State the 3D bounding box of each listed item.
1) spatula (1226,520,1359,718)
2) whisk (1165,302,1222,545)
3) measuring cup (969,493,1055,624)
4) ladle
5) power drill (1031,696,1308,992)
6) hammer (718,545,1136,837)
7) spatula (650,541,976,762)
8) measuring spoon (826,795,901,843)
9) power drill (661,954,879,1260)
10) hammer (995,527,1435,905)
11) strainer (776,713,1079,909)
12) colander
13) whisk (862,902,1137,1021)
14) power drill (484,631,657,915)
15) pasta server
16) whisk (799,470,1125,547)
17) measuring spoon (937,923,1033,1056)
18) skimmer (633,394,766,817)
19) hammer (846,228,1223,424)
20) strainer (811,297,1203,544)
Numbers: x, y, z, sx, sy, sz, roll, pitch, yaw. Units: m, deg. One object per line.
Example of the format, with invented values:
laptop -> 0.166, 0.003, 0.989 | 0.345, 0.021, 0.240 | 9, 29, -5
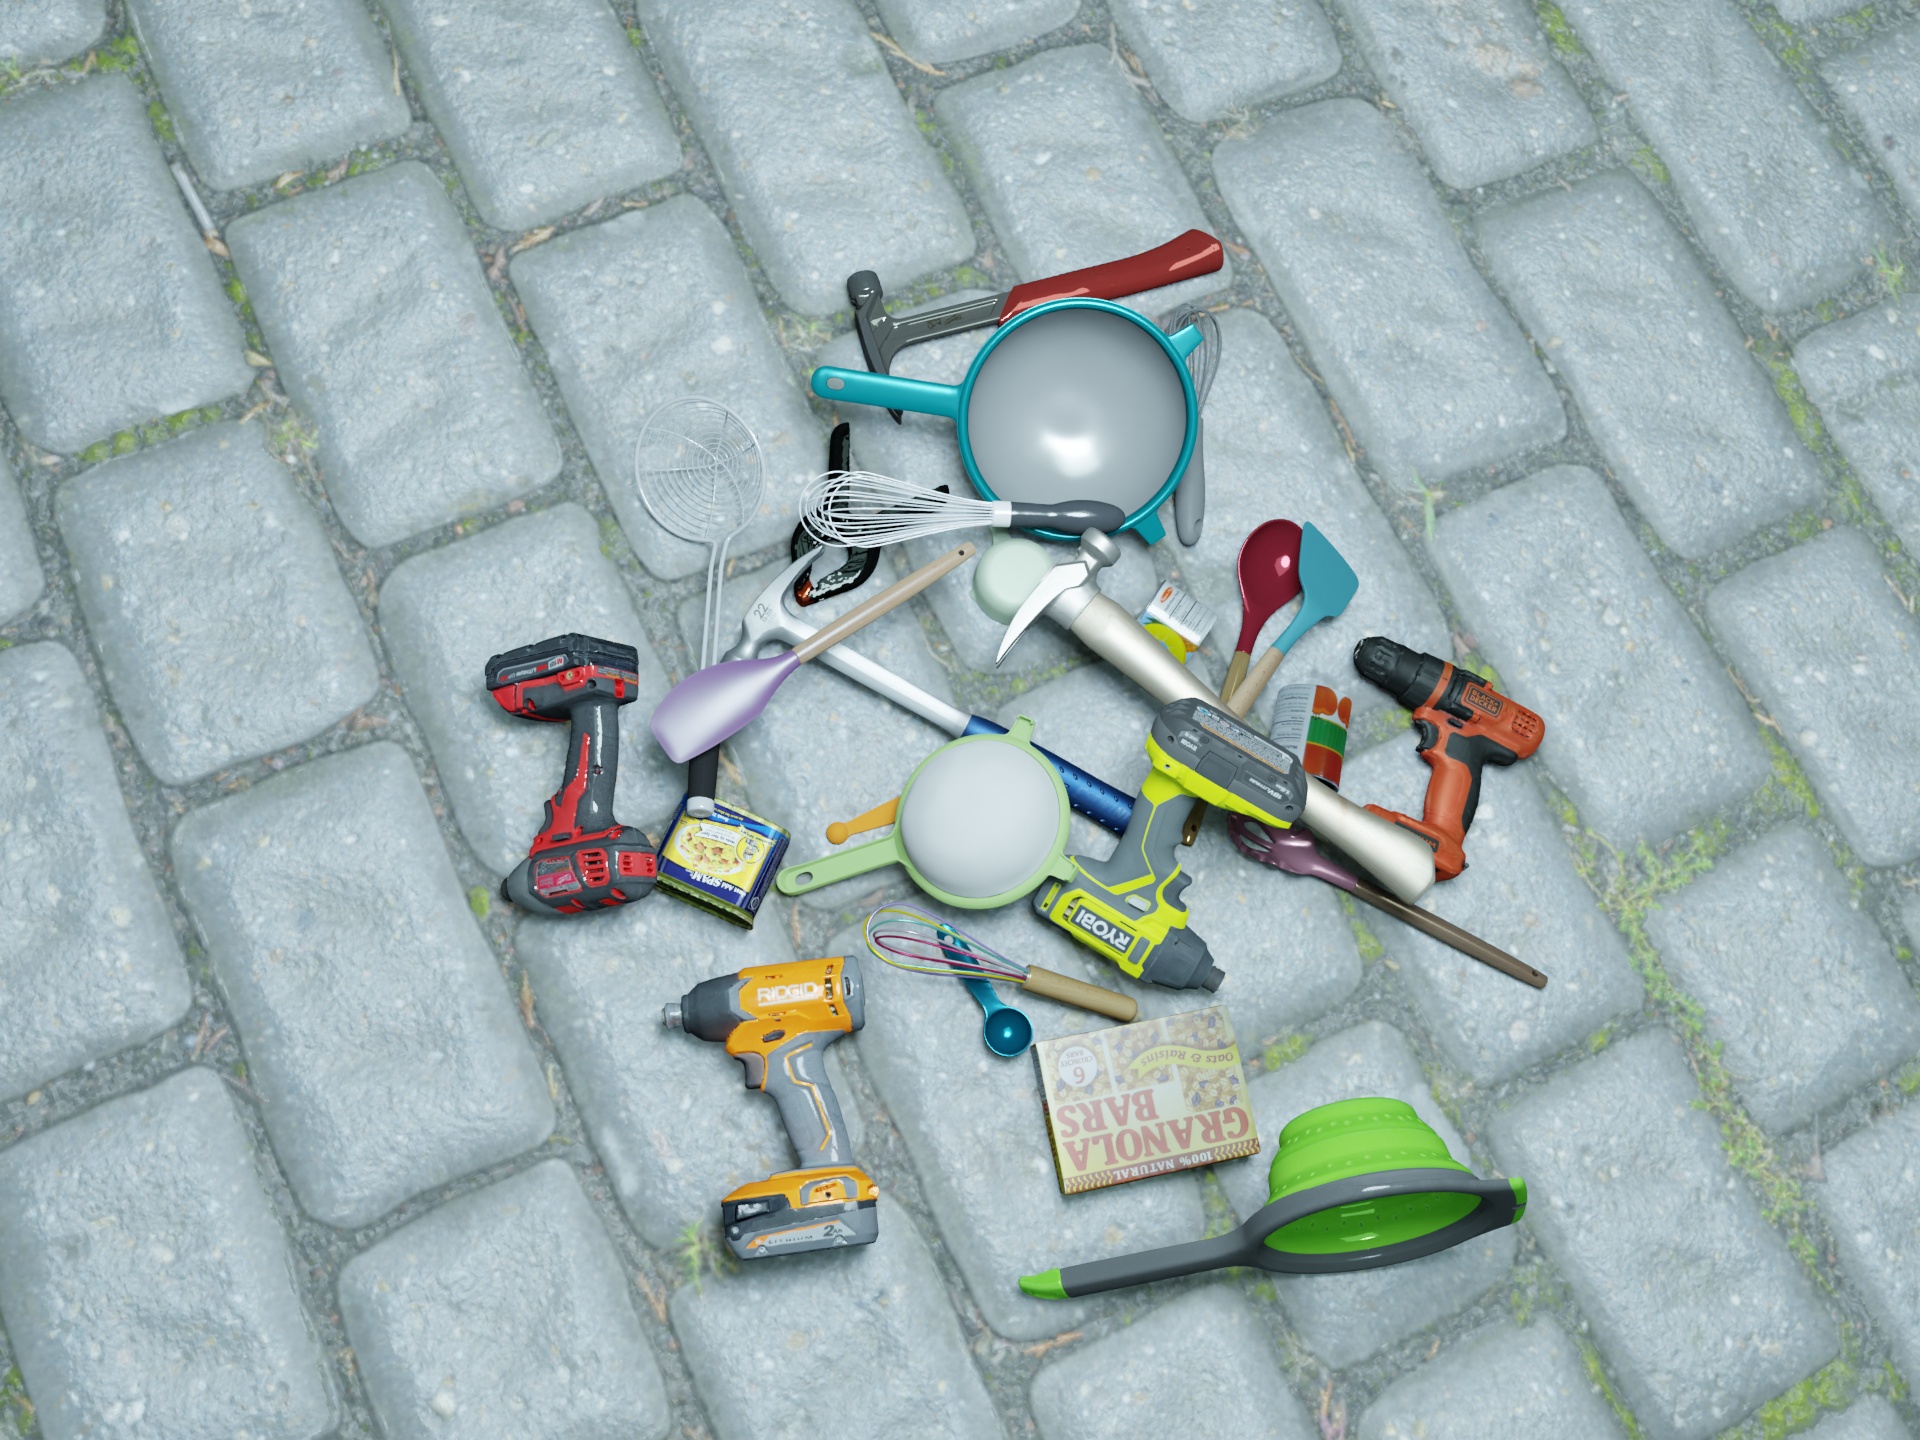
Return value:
spatula -> 0.260, -0.039, 1.404 | 0.082, 0.044, 0.317 | 44, 73, -20
whisk -> 0.216, -0.277, 1.483 | 0.055, 0.055, 0.239 | 4, 79, -5
measuring cup -> 0.040, -0.169, 1.435 | 0.083, 0.038, 0.168 | -12, 78, -9
ladle -> 0.248, -0.035, 1.426 | 0.069, 0.031, 0.315 | 22, 75, -10
power drill -> 0.182, 0.109, 1.304 | 0.171, 0.080, 0.223 | 31, 112, 5
hammer -> -0.002, -0.004, 1.374 | 0.405, 0.035, 0.144 | 29, 93, 0
spatula -> -0.117, -0.068, 1.324 | 0.316, 0.018, 0.060 | -33, 87, -16
measuring spoon -> -0.061, 0.078, 1.371 | 0.117, 0.011, 0.021 | -21, 78, -11
power drill -> -0.149, 0.307, 1.265 | 0.164, 0.084, 0.227 | -5, 71, -7
hammer -> 0.220, 0.018, 1.340 | 0.411, 0.038, 0.146 | 40, 86, 8
strainer -> -0.039, 0.091, 1.305 | 0.256, 0.069, 0.152 | -19, 67, 8
colander -> 0.235, 0.377, 1.259 | 0.397, 0.204, 0.095 | -14, 55, 8
whisk -> 0.033, 0.209, 1.314 | 0.245, 0.047, 0.051 | 19, 108, -12
power drill -> -0.324, 0.049, 1.304 | 0.143, 0.078, 0.220 | -13, 77, 28
pasta server -> 0.369, 0.153, 1.379 | 0.316, 0.040, 0.060 | 28, 63, 1
whisk -> 0.003, -0.181, 1.378 | 0.284, 0.070, 0.070 | 1, 74, -6
measuring spoon -> 0.016, 0.227, 1.338 | 0.042, 0.021, 0.129 | -26, 69, -20
skimmer -> -0.226, -0.101, 1.342 | 0.127, 0.090, 0.364 | -11, 64, 20
hammer -> 0.081, -0.392, 1.504 | 0.359, 0.036, 0.149 | -16, 77, -9
strainer -> 0.039, -0.281, 1.425 | 0.340, 0.095, 0.211 | 9, 106, -2
